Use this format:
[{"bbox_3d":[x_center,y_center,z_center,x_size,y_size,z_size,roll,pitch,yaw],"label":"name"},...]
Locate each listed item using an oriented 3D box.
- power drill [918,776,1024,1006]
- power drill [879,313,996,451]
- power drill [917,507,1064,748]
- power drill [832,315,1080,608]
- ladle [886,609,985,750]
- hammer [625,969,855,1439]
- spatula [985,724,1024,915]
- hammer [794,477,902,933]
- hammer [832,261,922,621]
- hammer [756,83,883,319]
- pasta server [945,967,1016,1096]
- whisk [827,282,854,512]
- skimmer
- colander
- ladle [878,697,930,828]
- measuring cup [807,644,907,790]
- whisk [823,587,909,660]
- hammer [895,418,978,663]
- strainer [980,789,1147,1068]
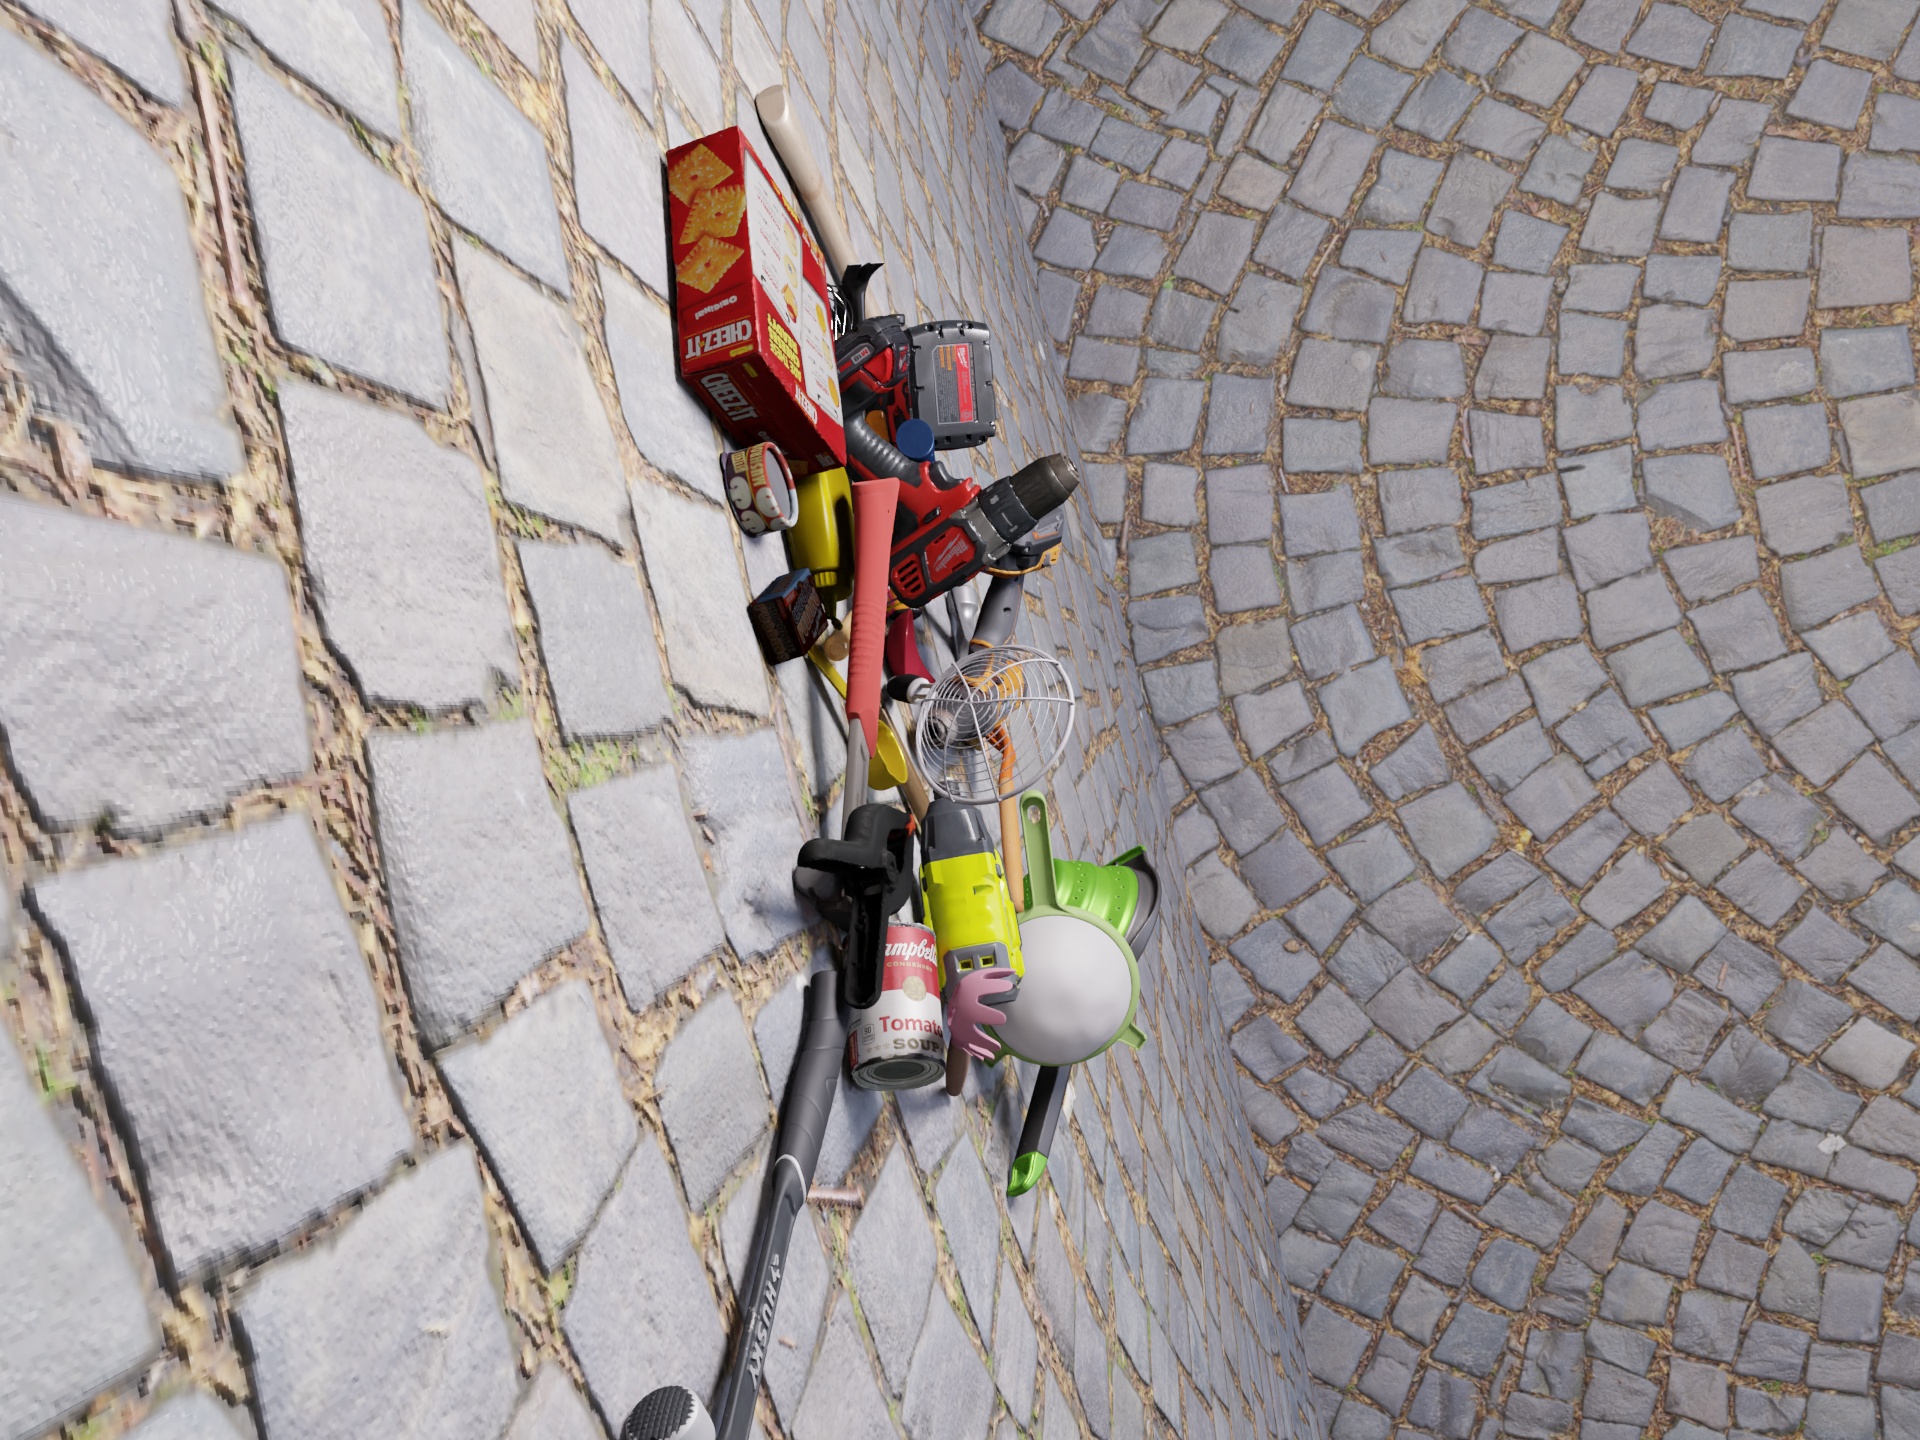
[{"bbox_3d":[0.005,0.145,1.261,0.223,0.080,0.171,84,-5,-77],"label":"power drill"},{"bbox_3d":[-0.037,-0.328,1.544,0.220,0.078,0.143,-151,-125,-71],"label":"power drill"},{"bbox_3d":[0.021,-0.087,1.498,0.185,0.084,0.226,-35,139,-62],"label":"power drill"},{"bbox_3d":[-0.027,-0.229,1.336,0.226,0.188,0.080,55,17,-7],"label":"power drill"},{"bbox_3d":[-0.021,-0.026,1.572,0.315,0.031,0.069,52,41,-64],"label":"ladle"},{"bbox_3d":[-0.097,0.282,0.906,0.409,0.036,0.149,-81,154,-61],"label":"hammer"},{"bbox_3d":[0.037,0.079,1.552,0.323,0.041,0.080,-93,163,-52],"label":"spatula"},{"bbox_3d":[-0.070,-0.019,1.209,0.149,0.037,0.359,49,40,-61],"label":"hammer"},{"bbox_3d":[-0.075,-0.261,1.508,0.127,0.034,0.337,144,-63,-74],"label":"hammer"},{"bbox_3d":[-0.111,-0.461,1.644,0.146,0.038,0.410,-92,162,-48],"label":"hammer"},{"bbox_3d":[0.007,0.241,1.167,0.316,0.040,0.060,95,7,-66],"label":"pasta server"},{"bbox_3d":[-0.117,-0.289,1.430,0.059,0.058,0.246,10,64,-37],"label":"whisk"},{"bbox_3d":[-0.002,-0.004,1.264,0.090,0.127,0.363,38,-5,-9],"label":"skimmer"},{"bbox_3d":[0.077,0.261,1.522,0.094,0.204,0.397,35,45,-15],"label":"colander"},{"bbox_3d":[-0.009,0.110,1.418,0.320,0.062,0.078,67,28,-23],"label":"ladle"},{"bbox_3d":[-0.094,-0.005,1.271,0.156,0.029,0.062,54,18,-28],"label":"measuring cup"},{"bbox_3d":[-0.083,-0.095,1.357,0.047,0.051,0.245,50,19,-9],"label":"whisk"},{"bbox_3d":[-0.014,-0.156,1.567,0.405,0.035,0.144,73,9,-64],"label":"hammer"},{"bbox_3d":[0.078,0.191,1.383,0.069,0.151,0.256,-86,169,-79],"label":"strainer"}]
